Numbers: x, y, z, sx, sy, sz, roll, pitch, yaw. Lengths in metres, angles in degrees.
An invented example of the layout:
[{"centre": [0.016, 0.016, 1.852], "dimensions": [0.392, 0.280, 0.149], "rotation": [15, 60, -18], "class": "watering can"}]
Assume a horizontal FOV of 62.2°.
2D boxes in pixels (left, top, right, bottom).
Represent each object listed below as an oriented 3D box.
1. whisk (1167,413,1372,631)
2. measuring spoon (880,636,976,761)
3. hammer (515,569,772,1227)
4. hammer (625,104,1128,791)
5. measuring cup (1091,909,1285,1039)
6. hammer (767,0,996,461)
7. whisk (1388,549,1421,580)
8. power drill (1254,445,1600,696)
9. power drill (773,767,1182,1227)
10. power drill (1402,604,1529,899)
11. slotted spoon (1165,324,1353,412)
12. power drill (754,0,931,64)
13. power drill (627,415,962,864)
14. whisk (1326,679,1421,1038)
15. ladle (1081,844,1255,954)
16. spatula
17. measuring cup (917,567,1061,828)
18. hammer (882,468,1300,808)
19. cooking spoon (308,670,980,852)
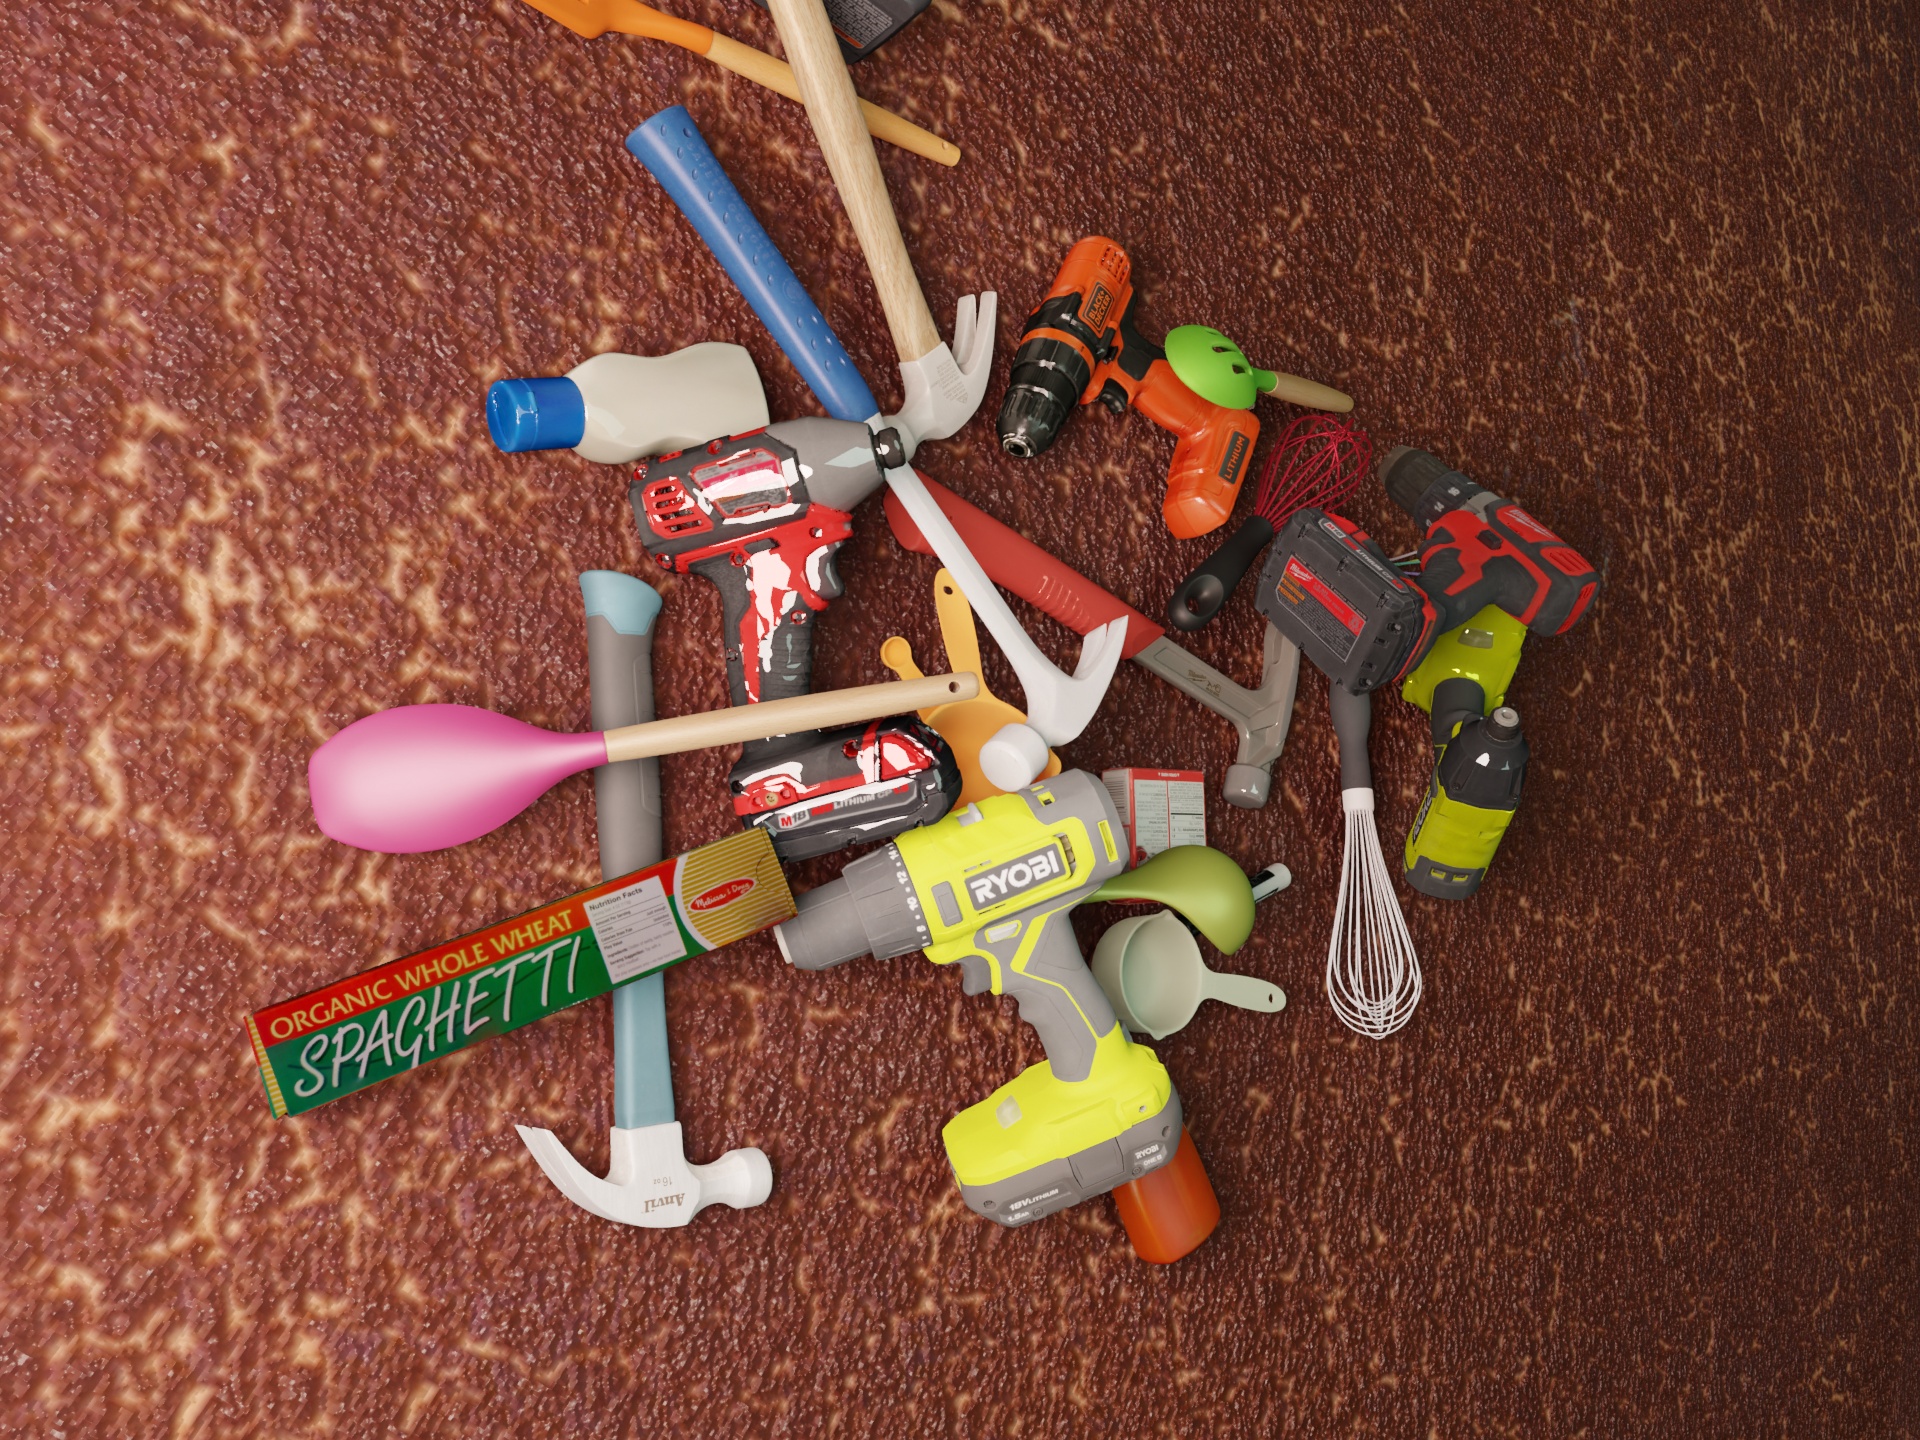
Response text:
[{"centre": [0.220, -0.144, 1.129], "dimensions": [0.296, 0.073, 0.073], "rotation": [-46, 111, -41], "class": "whisk"}, {"centre": [-0.016, -0.001, 0.963], "dimensions": [0.021, 0.011, 0.116], "rotation": [-42, 113, -26], "class": "measuring spoon"}, {"centre": [-0.165, 0.088, 0.808], "dimensions": [0.128, 0.033, 0.331], "rotation": [1, 82, -41], "class": "hammer"}, {"centre": [-0.045, -0.159, 0.890], "dimensions": [0.405, 0.035, 0.144], "rotation": [55, 47, -10], "class": "hammer"}, {"centre": [0.151, 0.175, 1.053], "dimensions": [0.167, 0.038, 0.083], "rotation": [18, 71, -38], "class": "measuring cup"}, {"centre": [-0.059, -0.320, 0.918], "dimensions": [0.130, 0.031, 0.331], "rotation": [-45, 125, -37], "class": "hammer"}, {"centre": [0.330, -0.117, 1.253], "dimensions": [0.244, 0.051, 0.047], "rotation": [-1, 62, -36], "class": "whisk"}, {"centre": [0.311, -0.116, 1.104], "dimensions": [0.226, 0.080, 0.188], "rotation": [-17, 51, -33], "class": "power drill"}, {"centre": [0.017, 0.157, 0.878], "dimensions": [0.190, 0.080, 0.228], "rotation": [-21, 109, -6], "class": "power drill"}, {"centre": [0.374, -0.004, 1.164], "dimensions": [0.171, 0.080, 0.223], "rotation": [94, 9, -47], "class": "power drill"}, {"centre": [0.227, -0.241, 1.136], "dimensions": [0.313, 0.031, 0.070], "rotation": [-8, 63, -59], "class": "slotted spoon"}, {"centre": [-0.052, -0.519, 0.977], "dimensions": [0.185, 0.084, 0.226], "rotation": [23, 64, -36], "class": "power drill"}, {"centre": [-0.076, -0.047, 0.834], "dimensions": [0.078, 0.143, 0.219], "rotation": [-66, 141, -81], "class": "power drill"}, {"centre": [0.298, 0.091, 1.178], "dimensions": [0.070, 0.070, 0.285], "rotation": [10, 72, -38], "class": "whisk"}, {"centre": [0.039, 0.113, 0.944], "dimensions": [0.320, 0.062, 0.078], "rotation": [-1, 39, -25], "class": "ladle"}, {"centre": [-0.121, -0.386, 0.919], "dimensions": [0.322, 0.041, 0.081], "rotation": [10, 76, -39], "class": "spatula"}, {"centre": [-0.001, -0.003, 0.942], "dimensions": [0.095, 0.052, 0.174], "rotation": [-2, 67, -22], "class": "measuring cup"}, {"centre": [0.098, -0.075, 1.051], "dimensions": [0.358, 0.037, 0.149], "rotation": [29, 65, -33], "class": "hammer"}, {"centre": [-0.144, 0.008, 0.762], "dimensions": [0.319, 0.017, 0.069], "rotation": [-10, 89, -13], "class": "cooking spoon"}]
